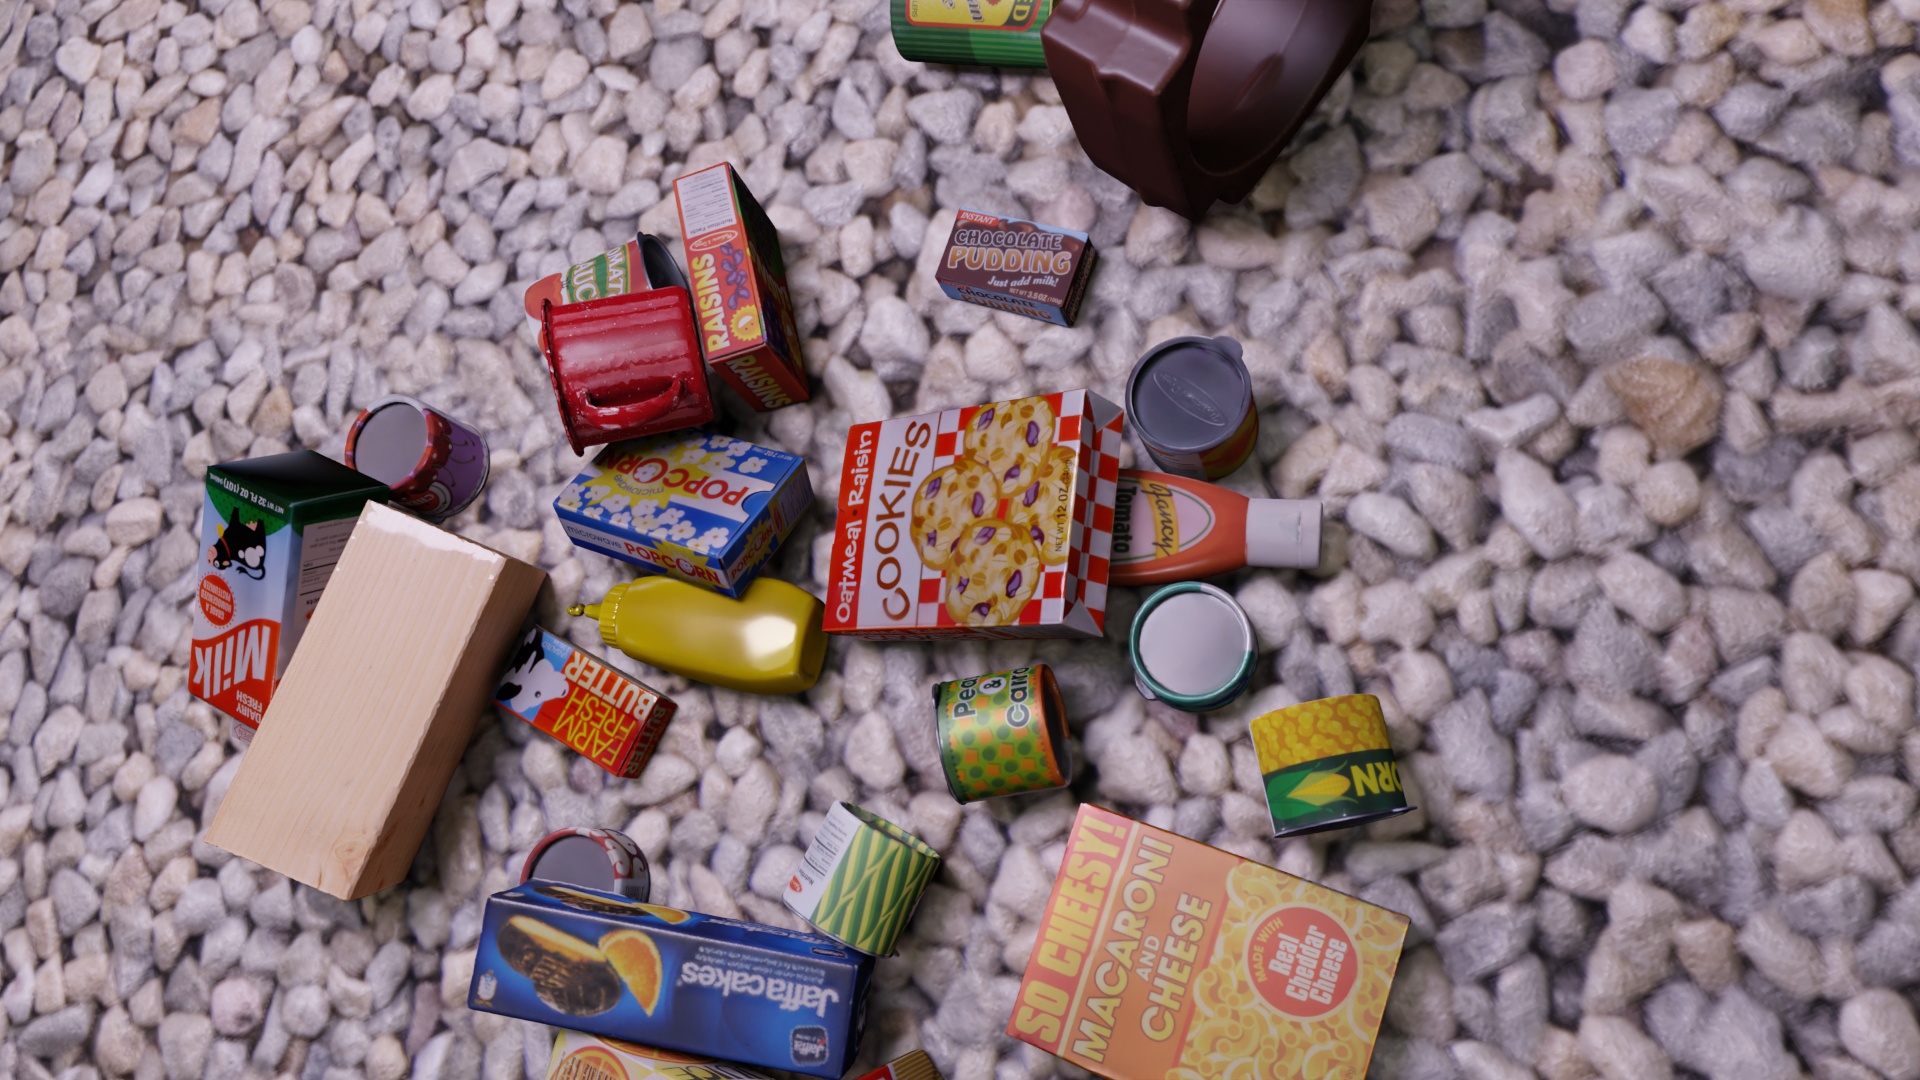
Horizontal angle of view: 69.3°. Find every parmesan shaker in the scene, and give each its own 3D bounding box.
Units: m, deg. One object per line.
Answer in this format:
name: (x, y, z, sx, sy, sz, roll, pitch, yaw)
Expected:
parmesan shaker: (0.015, -0.321, 0.846, 0.103, 0.071, 0.071, 9, 79, 18)

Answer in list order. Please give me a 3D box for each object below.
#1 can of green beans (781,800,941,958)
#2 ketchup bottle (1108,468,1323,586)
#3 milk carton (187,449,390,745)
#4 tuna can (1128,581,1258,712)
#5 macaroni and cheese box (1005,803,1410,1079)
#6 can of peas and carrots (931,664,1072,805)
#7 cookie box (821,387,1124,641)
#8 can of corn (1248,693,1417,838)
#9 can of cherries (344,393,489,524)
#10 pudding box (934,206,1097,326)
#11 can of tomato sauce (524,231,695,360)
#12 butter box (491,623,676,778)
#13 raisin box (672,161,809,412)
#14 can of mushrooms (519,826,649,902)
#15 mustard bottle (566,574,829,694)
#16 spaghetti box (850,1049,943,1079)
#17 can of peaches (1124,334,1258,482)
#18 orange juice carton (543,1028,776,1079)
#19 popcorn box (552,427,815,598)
can of green beans: (-0.052, 0.178, 0.733, 0.071, 0.071, 0.058, 27, 84, 21)
ketchup bottle: (0.117, -0.006, 0.746, 0.149, 0.043, 0.065, 2, 76, 16)
milk carton: (-0.412, 0.048, 0.847, 0.072, 0.074, 0.189, 21, 108, 21)
tuna can: (0.121, 0.057, 0.733, 0.071, 0.033, 0.071, -4, 74, 15)
macaroni and cheese box: (0.121, 0.216, 0.687, 0.166, 0.040, 0.124, 17, 81, 19)
can of peas and carrots: (0.023, 0.100, 0.730, 0.059, 0.071, 0.071, -12, 73, 12)
cookie box: (0.003, -0.009, 0.749, 0.167, 0.040, 0.123, -4, 73, 39)
can of corn: (0.182, 0.111, 0.683, 0.071, 0.071, 0.058, -14, 72, 12)
can of cherries: (-0.345, -0.051, 0.881, 0.071, 0.058, 0.071, -4, 74, 15)
pudding box: (0.033, -0.162, 0.818, 0.084, 0.030, 0.050, 17, 80, 19)
can of tomato sauce: (-0.219, -0.146, 0.864, 0.083, 0.071, 0.071, -20, 71, 11)
butter box: (-0.224, 0.096, 0.826, 0.103, 0.024, 0.053, 26, 83, 20)
raisin box: (-0.129, -0.149, 0.831, 0.040, 0.086, 0.123, -15, 72, 7)
can of mushrooms: (-0.217, 0.196, 0.793, 0.071, 0.033, 0.071, -4, 76, 15)
mustard bottle: (-0.156, 0.049, 0.806, 0.160, 0.048, 0.065, 8, 71, 18)
spaghetti box: (-0.060, 0.273, 0.613, 0.028, 0.250, 0.050, -42, 69, 10)
can of peaches: (0.128, -0.072, 0.752, 0.071, 0.058, 0.071, -4, 74, 15)
orange juice carton: (-0.122, 0.304, 0.688, 0.192, 0.072, 0.073, 8, 78, 36)
popcorn box: (-0.160, -0.023, 0.808, 0.127, 0.038, 0.085, 16, 51, 26)
